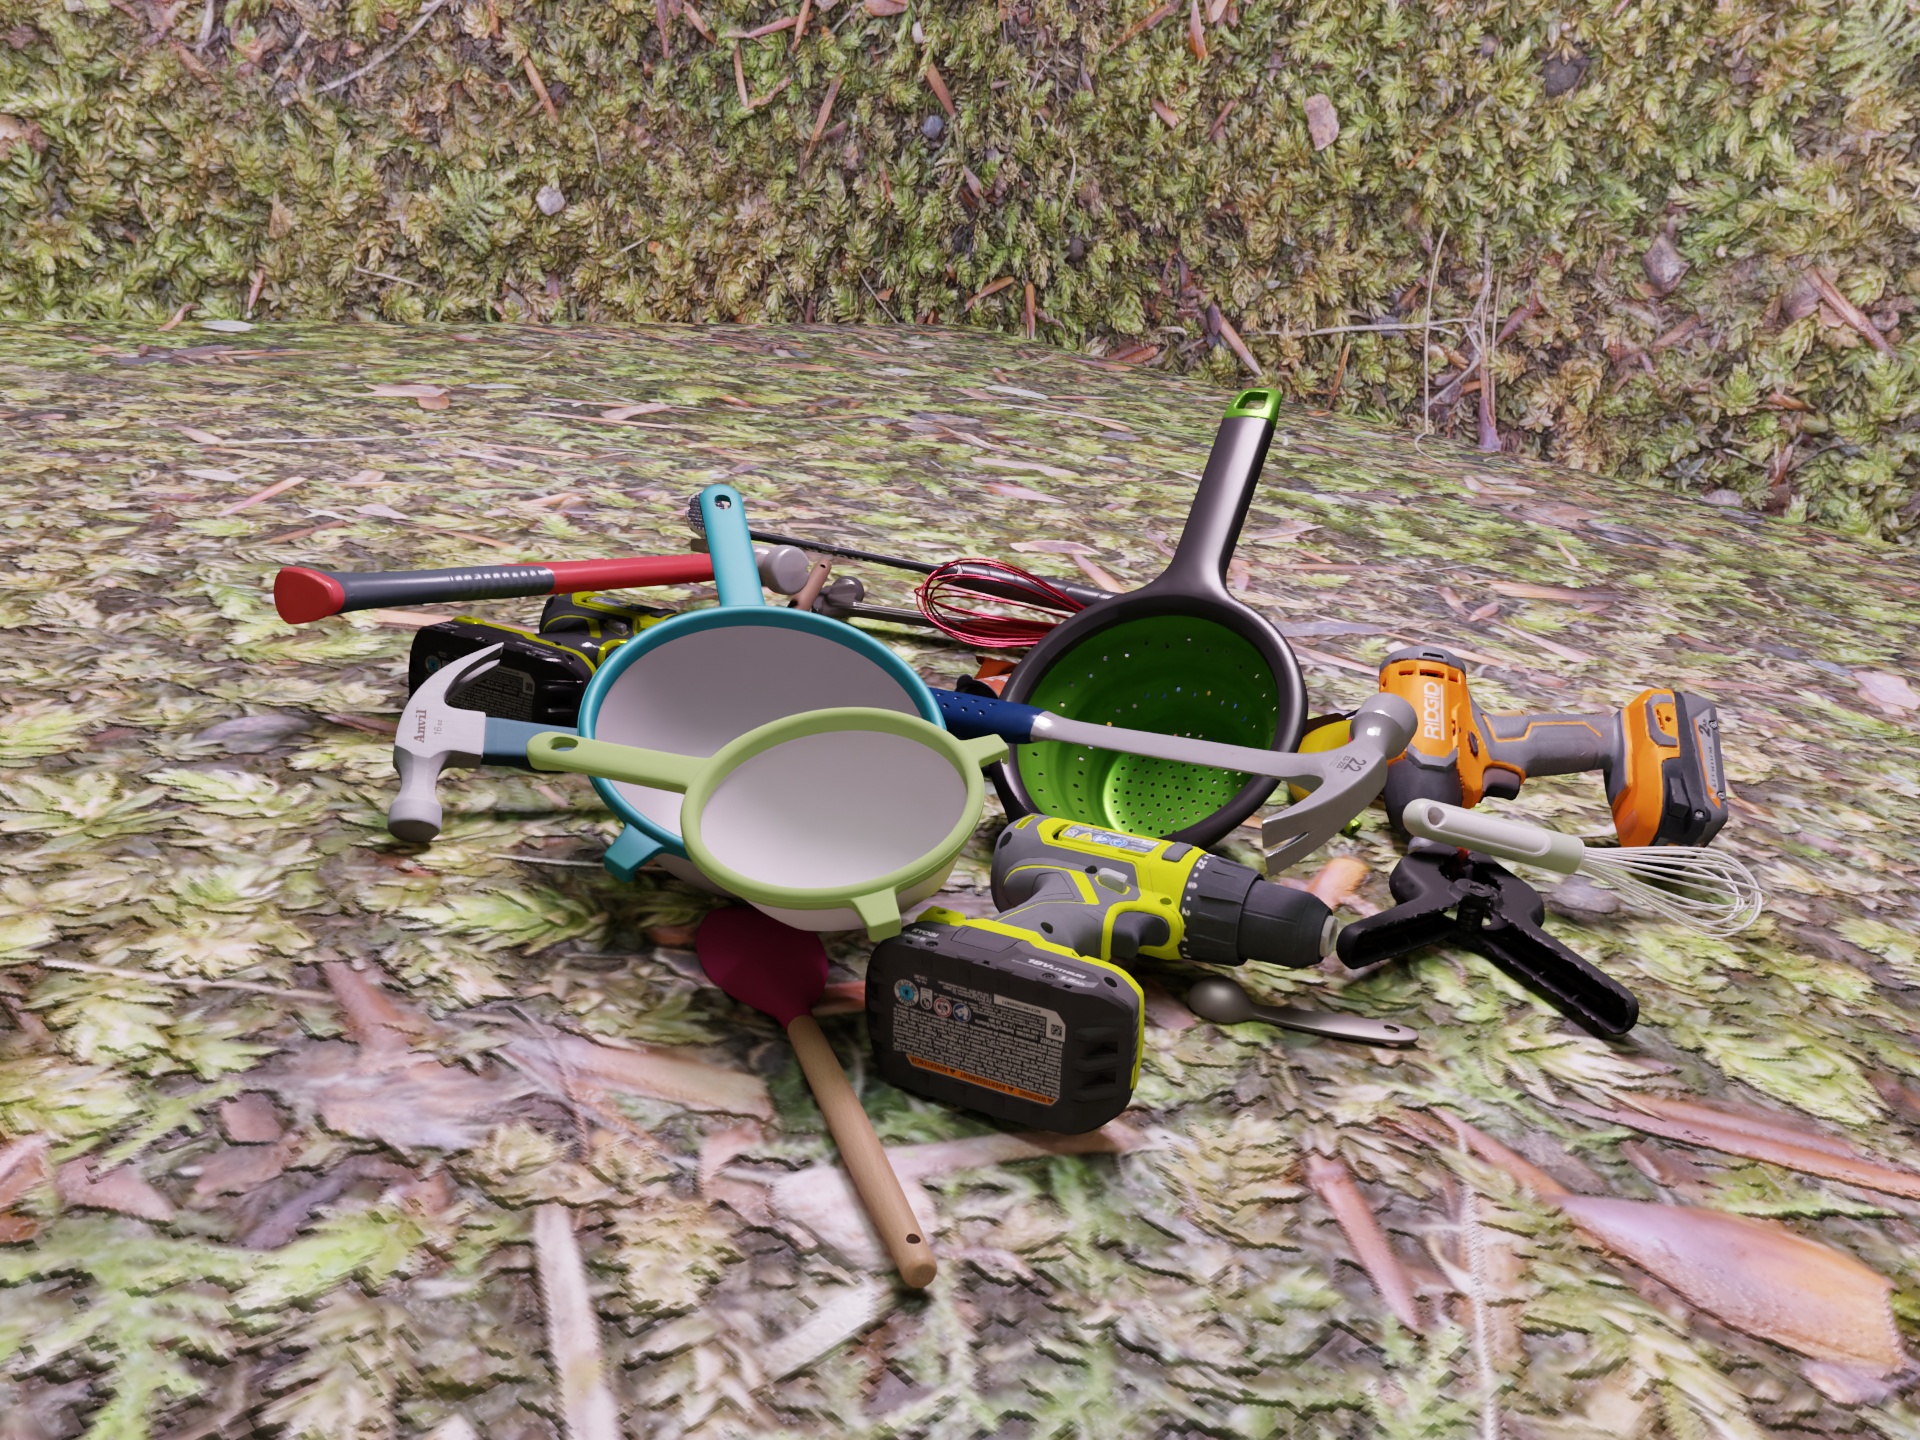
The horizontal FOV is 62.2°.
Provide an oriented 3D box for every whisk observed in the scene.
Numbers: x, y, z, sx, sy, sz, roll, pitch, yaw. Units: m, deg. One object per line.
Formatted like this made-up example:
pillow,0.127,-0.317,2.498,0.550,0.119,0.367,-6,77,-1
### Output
whisk,0.321,0.004,1.290,0.245,0.051,0.047,-11,5,-32
whisk,0.107,-0.077,1.290,0.296,0.073,0.073,12,20,-4
whisk,0.400,0.089,1.018,0.246,0.058,0.059,14,-18,-5

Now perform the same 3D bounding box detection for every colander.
colander,0.156,-0.047,1.058,0.204,0.094,0.397,7,61,29

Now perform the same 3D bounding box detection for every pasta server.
pasta server,-0.141,-0.050,1.181,0.060,0.040,0.316,27,34,-4

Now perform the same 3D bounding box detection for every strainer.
strainer,-0.132,-0.011,0.980,0.211,0.095,0.341,-2,45,-16
strainer,-0.109,0.054,0.818,0.256,0.069,0.151,9,38,21

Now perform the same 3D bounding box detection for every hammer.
hammer,-0.183,0.025,1.005,0.331,0.033,0.128,6,57,-21
hammer,-0.303,-0.104,1.152,0.386,0.038,0.143,-9,15,-43
hammer,0.054,0.008,0.961,0.406,0.035,0.144,9,36,34
hammer,0.049,-0.076,1.396,0.359,0.036,0.149,8,17,2
hammer,-0.029,-0.129,1.377,0.409,0.036,0.149,11,-5,-2

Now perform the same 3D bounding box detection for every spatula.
spatula,-0.002,-0.004,1.215,0.081,0.041,0.322,13,25,21

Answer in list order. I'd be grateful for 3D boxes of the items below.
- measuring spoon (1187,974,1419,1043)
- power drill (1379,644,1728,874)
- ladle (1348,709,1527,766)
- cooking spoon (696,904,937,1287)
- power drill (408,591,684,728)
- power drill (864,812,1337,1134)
measuring spoon,0.185,0.154,0.854,0.124,0.018,0.034,9,20,6
power drill,0.405,0.040,1.112,0.226,0.084,0.164,9,56,4
ladle,0.396,0.011,1.275,0.315,0.031,0.069,-8,59,-51
cooking spoon,-0.068,0.159,0.756,0.068,0.017,0.319,-2,22,-21
power drill,-0.268,-0.040,1.143,0.171,0.080,0.223,14,18,19
power drill,0.074,0.119,0.813,0.191,0.080,0.228,11,20,26
